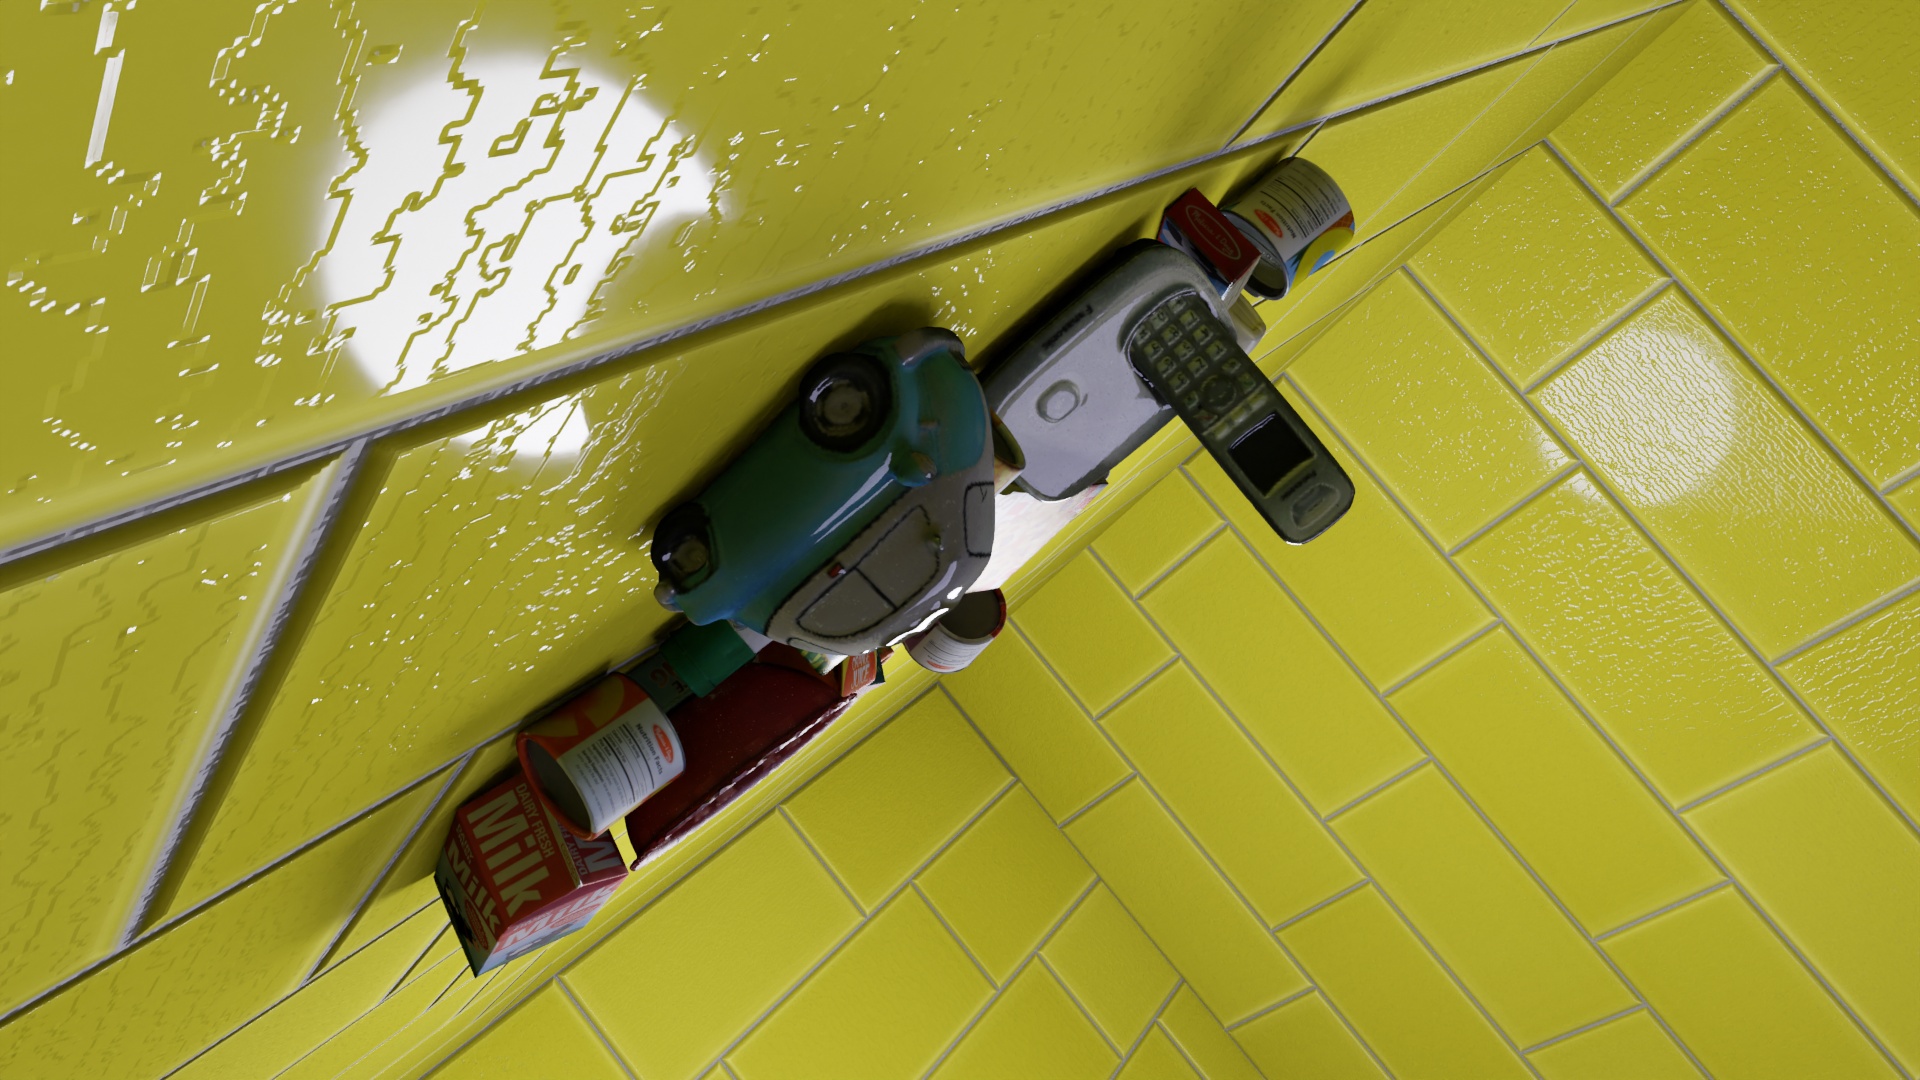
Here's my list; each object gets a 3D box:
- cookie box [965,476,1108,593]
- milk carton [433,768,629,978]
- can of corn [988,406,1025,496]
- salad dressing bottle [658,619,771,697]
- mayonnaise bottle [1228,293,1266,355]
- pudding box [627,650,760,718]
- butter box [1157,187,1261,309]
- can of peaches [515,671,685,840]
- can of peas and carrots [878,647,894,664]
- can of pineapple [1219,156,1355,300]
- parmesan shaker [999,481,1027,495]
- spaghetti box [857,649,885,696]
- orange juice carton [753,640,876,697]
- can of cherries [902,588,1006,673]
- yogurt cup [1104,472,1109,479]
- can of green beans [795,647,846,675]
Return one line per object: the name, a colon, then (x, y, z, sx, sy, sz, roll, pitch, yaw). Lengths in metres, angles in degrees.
cookie box: (0.003, -0.011, 0.905, 0.122, 0.040, 0.168, -44, 158, 31)
milk carton: (-0.247, 0.187, 0.796, 0.074, 0.072, 0.189, -20, 163, -33)
can of corn: (-0.012, -0.041, 0.672, 0.058, 0.071, 0.071, -43, 173, 18)
salad dressing bottle: (-0.092, 0.024, 0.745, 0.148, 0.044, 0.064, -39, 165, -9)
mayonnaise bottle: (0.157, -0.134, 1.047, 0.147, 0.065, 0.041, -40, -177, 41)
pudding box: (-0.155, 0.075, 0.799, 0.084, 0.030, 0.049, -36, 174, -33)
butter box: (0.135, -0.156, 0.776, 0.024, 0.053, 0.103, -43, 175, -1)
can of peaches: (-0.185, 0.110, 0.710, 0.058, 0.071, 0.071, -36, 172, -35)
can of peas and carrots: (-0.095, 0.089, 1.128, 0.071, 0.059, 0.071, -39, 174, -5)
can of pineapple: (0.194, -0.188, 0.839, 0.058, 0.071, 0.071, -39, 174, -9)
parmesan shaker: (0.056, -0.070, 0.852, 0.071, 0.071, 0.103, -43, 174, 28)
spaghetti box: (-0.142, 0.132, 1.056, 0.050, 0.029, 0.249, -12, 167, -40)
orange juice carton: (-0.128, 0.102, 0.920, 0.192, 0.073, 0.072, -39, 175, 13)
can of cherries: (-0.006, 0.056, 1.040, 0.072, 0.071, 0.058, -36, 171, -33)
yogurt cup: (0.084, -0.069, 1.061, 0.072, 0.072, 0.054, -44, -179, 31)
can of green beans: (-0.079, 0.036, 0.812, 0.058, 0.071, 0.071, -39, 174, -6)
